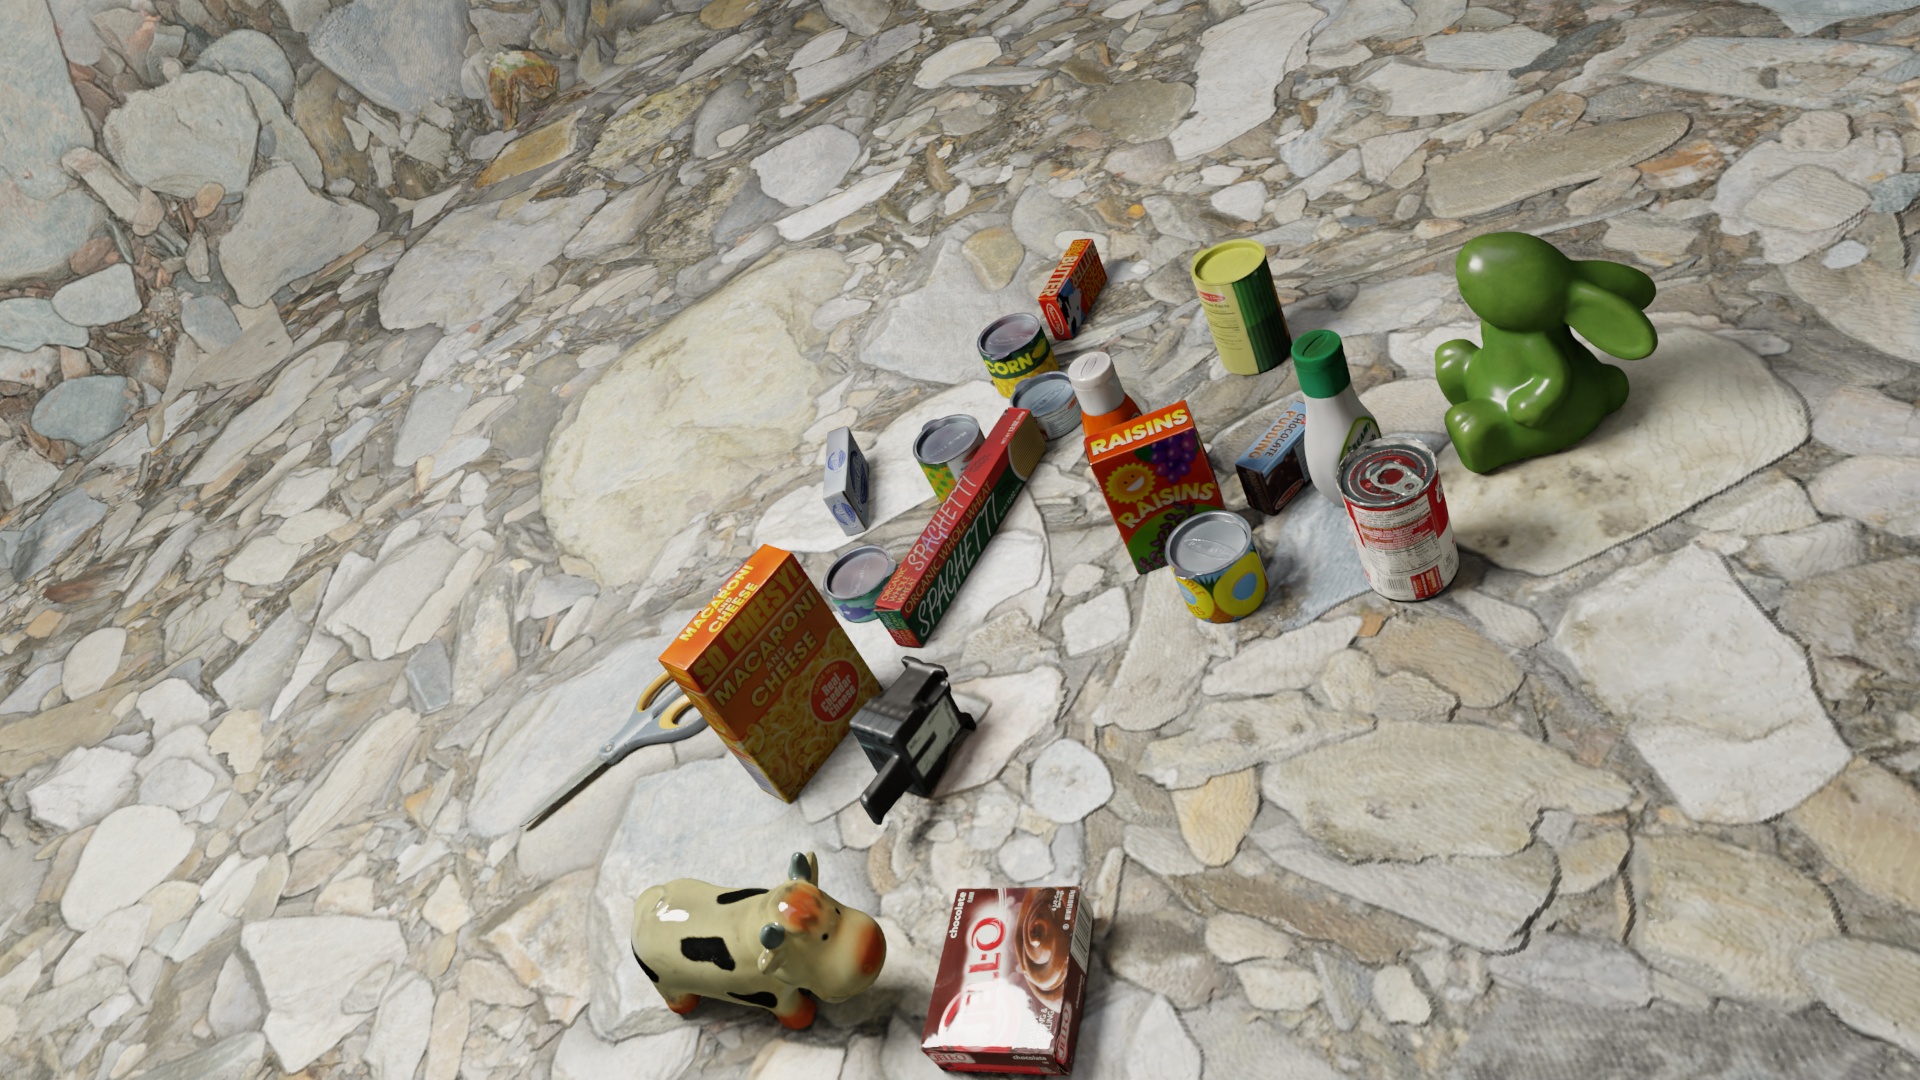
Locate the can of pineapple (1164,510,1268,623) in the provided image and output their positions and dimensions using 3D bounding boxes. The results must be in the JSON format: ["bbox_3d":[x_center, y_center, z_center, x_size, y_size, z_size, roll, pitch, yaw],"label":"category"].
[{"bbox_3d":[0.192,0.021,1.048,0.071,0.057,0.071,-17,39,15],"label":"can of pineapple"}]

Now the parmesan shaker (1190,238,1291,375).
[{"bbox_3d":[0.249,-0.208,1.237,0.071,0.102,0.072,-17,39,15],"label":"parmesan shaker"}]

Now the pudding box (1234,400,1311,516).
[{"bbox_3d":[0.261,-0.066,1.112,0.084,0.049,0.030,-44,40,-19],"label":"pudding box"}]

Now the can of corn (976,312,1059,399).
[{"bbox_3d":[0.056,-0.178,1.358,0.071,0.058,0.071,-17,39,15],"label":"can of corn"}]

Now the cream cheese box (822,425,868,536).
[{"bbox_3d":[-0.108,-0.057,1.325,0.024,0.053,0.104,-18,39,13],"label":"cream cheese box"}]

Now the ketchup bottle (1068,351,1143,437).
[{"bbox_3d":[0.128,-0.086,1.136,0.043,0.148,0.065,2,47,34],"label":"ketchup bottle"}]

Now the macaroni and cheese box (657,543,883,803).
[{"bbox_3d":[-0.143,0.104,1.071,0.040,0.165,0.124,15,55,42],"label":"macaroni and cheese box"}]

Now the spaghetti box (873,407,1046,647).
[{"bbox_3d":[0.004,-0.015,1.211,0.028,0.050,0.251,6,49,36],"label":"spaghetti box"}]

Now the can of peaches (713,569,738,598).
[{"bbox_3d":[-0.174,0.060,1.228,0.071,0.057,0.071,-17,39,15],"label":"can of peaches"}]

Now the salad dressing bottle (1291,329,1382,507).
[{"bbox_3d":[0.283,-0.091,1.047,0.064,0.147,0.044,-43,40,-18],"label":"salad dressing bottle"}]

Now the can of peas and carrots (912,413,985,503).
[{"bbox_3d":[-0.004,-0.074,1.276,0.071,0.058,0.071,-17,39,15],"label":"can of peas and carrots"}]

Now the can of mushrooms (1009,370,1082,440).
[{"bbox_3d":[0.081,-0.127,1.305,0.071,0.033,0.071,-17,39,14],"label":"can of mushrooms"}]

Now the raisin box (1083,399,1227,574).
[{"bbox_3d":[0.157,-0.040,1.086,0.086,0.123,0.040,-20,39,11],"label":"raisin box"}]

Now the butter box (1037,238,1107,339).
[{"bbox_3d":[0.115,-0.257,1.415,0.024,0.053,0.104,2,47,34],"label":"butter box"}]

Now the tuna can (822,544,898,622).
[{"bbox_3d":[-0.082,0.038,1.218,0.071,0.032,0.071,-17,39,14],"label":"tuna can"}]
